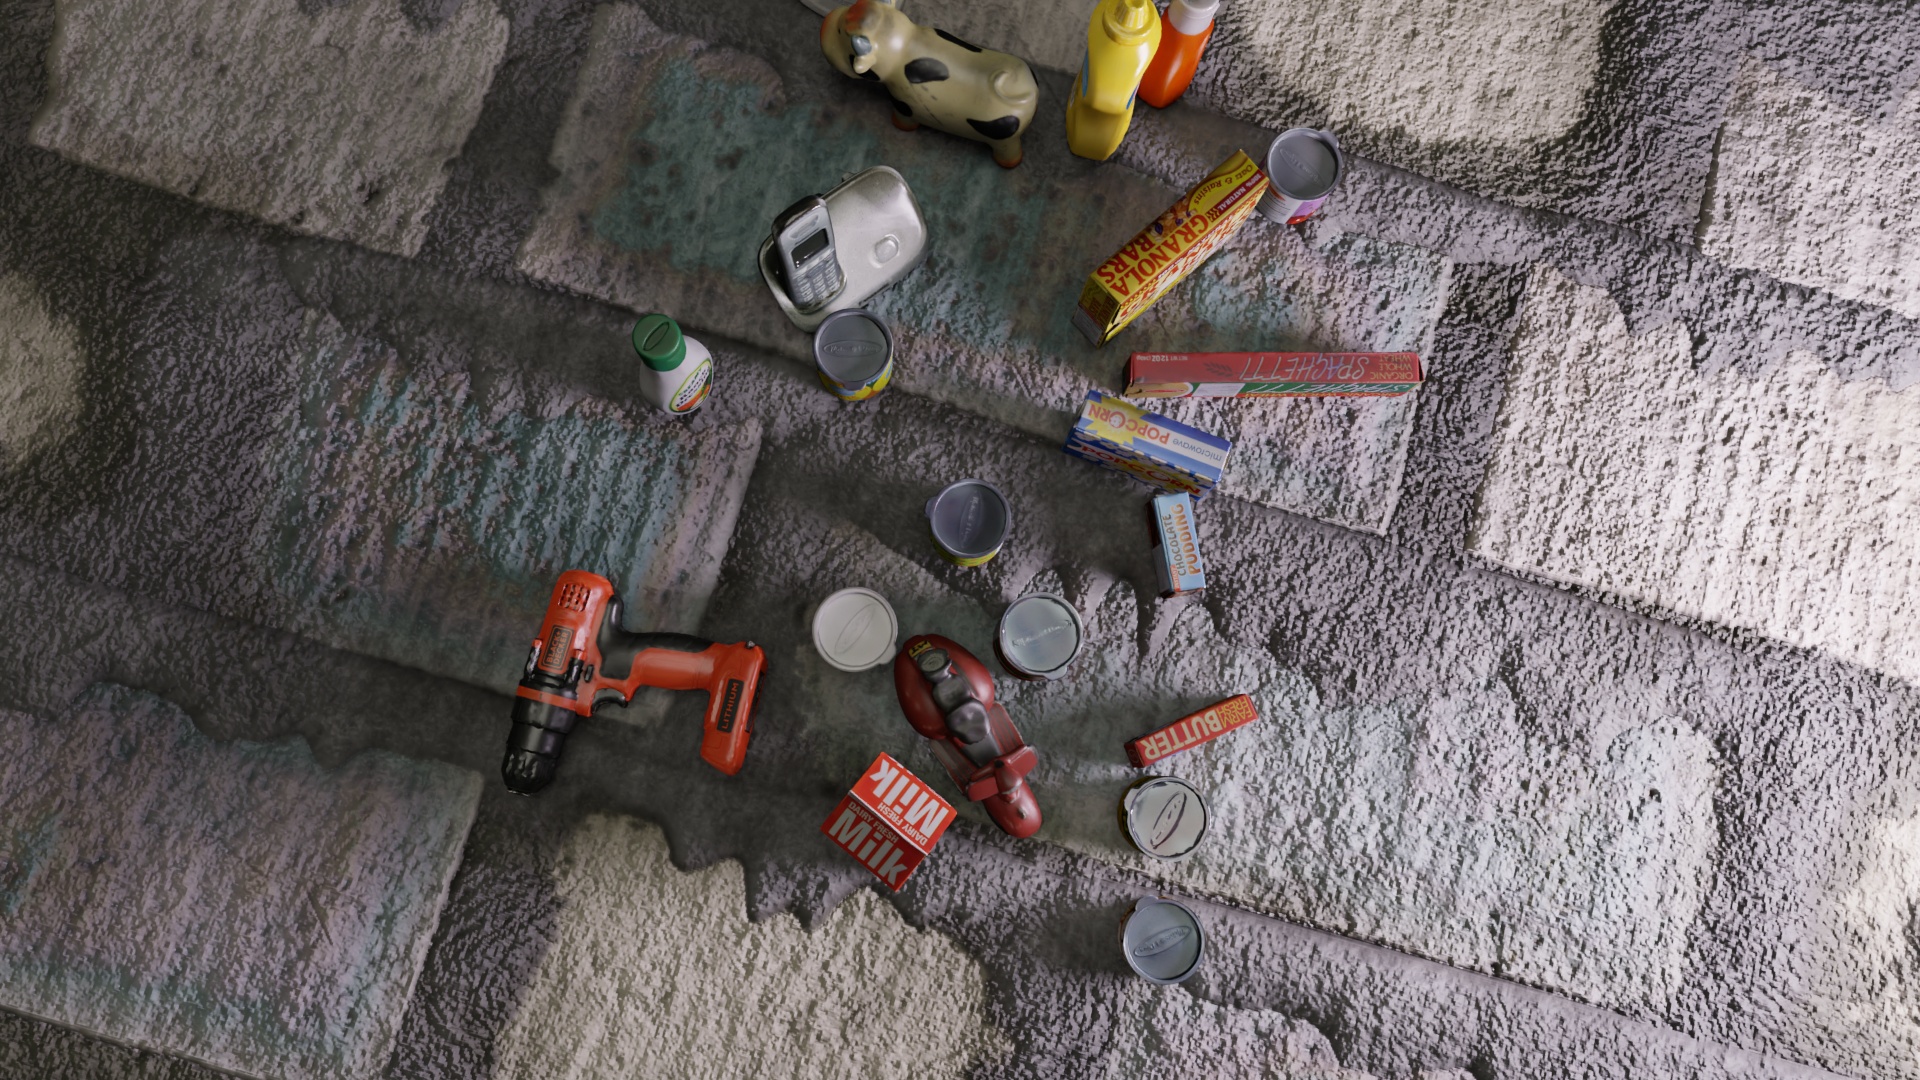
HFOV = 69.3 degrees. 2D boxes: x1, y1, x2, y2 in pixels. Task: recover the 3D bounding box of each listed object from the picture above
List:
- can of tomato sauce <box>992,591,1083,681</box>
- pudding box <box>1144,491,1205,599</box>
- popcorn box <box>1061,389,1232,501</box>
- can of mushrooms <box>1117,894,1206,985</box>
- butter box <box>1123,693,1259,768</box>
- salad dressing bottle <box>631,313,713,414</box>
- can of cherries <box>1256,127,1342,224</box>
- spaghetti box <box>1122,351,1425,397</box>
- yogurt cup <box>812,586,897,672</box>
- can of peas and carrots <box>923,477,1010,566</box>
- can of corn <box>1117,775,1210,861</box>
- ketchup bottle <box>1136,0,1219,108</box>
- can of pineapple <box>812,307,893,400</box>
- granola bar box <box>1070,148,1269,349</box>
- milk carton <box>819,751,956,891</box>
[{"bbox_3d":[0.062,0.080,1.121,0.071,0.083,0.071,0,81,-3],"label":"can of tomato sauce"},{"bbox_3d":[0.178,0.004,1.156,0.030,0.049,0.084,-9,81,-4],"label":"pudding box"},{"bbox_3d":[0.153,-0.077,1.151,0.127,0.085,0.038,21,81,1],"label":"popcorn box"},{"bbox_3d":[0.160,0.317,1.112,0.071,0.033,0.071,0,81,-3],"label":"can of mushrooms"},{"bbox_3d":[0.187,0.155,1.130,0.103,0.053,0.024,-22,83,-6],"label":"butter box"},{"bbox_3d":[-0.232,-0.142,1.111,0.044,0.147,0.064,38,82,3],"label":"salad dressing bottle"},{"bbox_3d":[0.294,-0.318,1.211,0.071,0.058,0.071,0,81,-3],"label":"can of cherries"},{"bbox_3d":[0.264,-0.141,1.184,0.250,0.050,0.029,-1,81,-3],"label":"spaghetti box"},{"bbox_3d":[-0.085,0.074,1.130,0.072,0.054,0.072,0,81,-3],"label":"yogurt cup"},{"bbox_3d":[0.004,-0.014,1.147,0.071,0.058,0.071,0,81,-3],"label":"can of peas and carrots"},{"bbox_3d":[0.160,0.221,1.115,0.071,0.058,0.071,0,81,-3],"label":"can of corn"},{"bbox_3d":[0.188,-0.426,1.178,0.043,0.148,0.065,34,81,3],"label":"ketchup bottle"},{"bbox_3d":[-0.090,-0.153,1.166,0.071,0.057,0.071,0,81,-3],"label":"can of pineapple"},{"bbox_3d":[0.172,-0.239,1.159,0.166,0.124,0.039,-41,85,-8],"label":"granola bar box"},{"bbox_3d":[-0.053,0.208,1.040,0.072,0.190,0.073,38,82,3],"label":"milk carton"}]
